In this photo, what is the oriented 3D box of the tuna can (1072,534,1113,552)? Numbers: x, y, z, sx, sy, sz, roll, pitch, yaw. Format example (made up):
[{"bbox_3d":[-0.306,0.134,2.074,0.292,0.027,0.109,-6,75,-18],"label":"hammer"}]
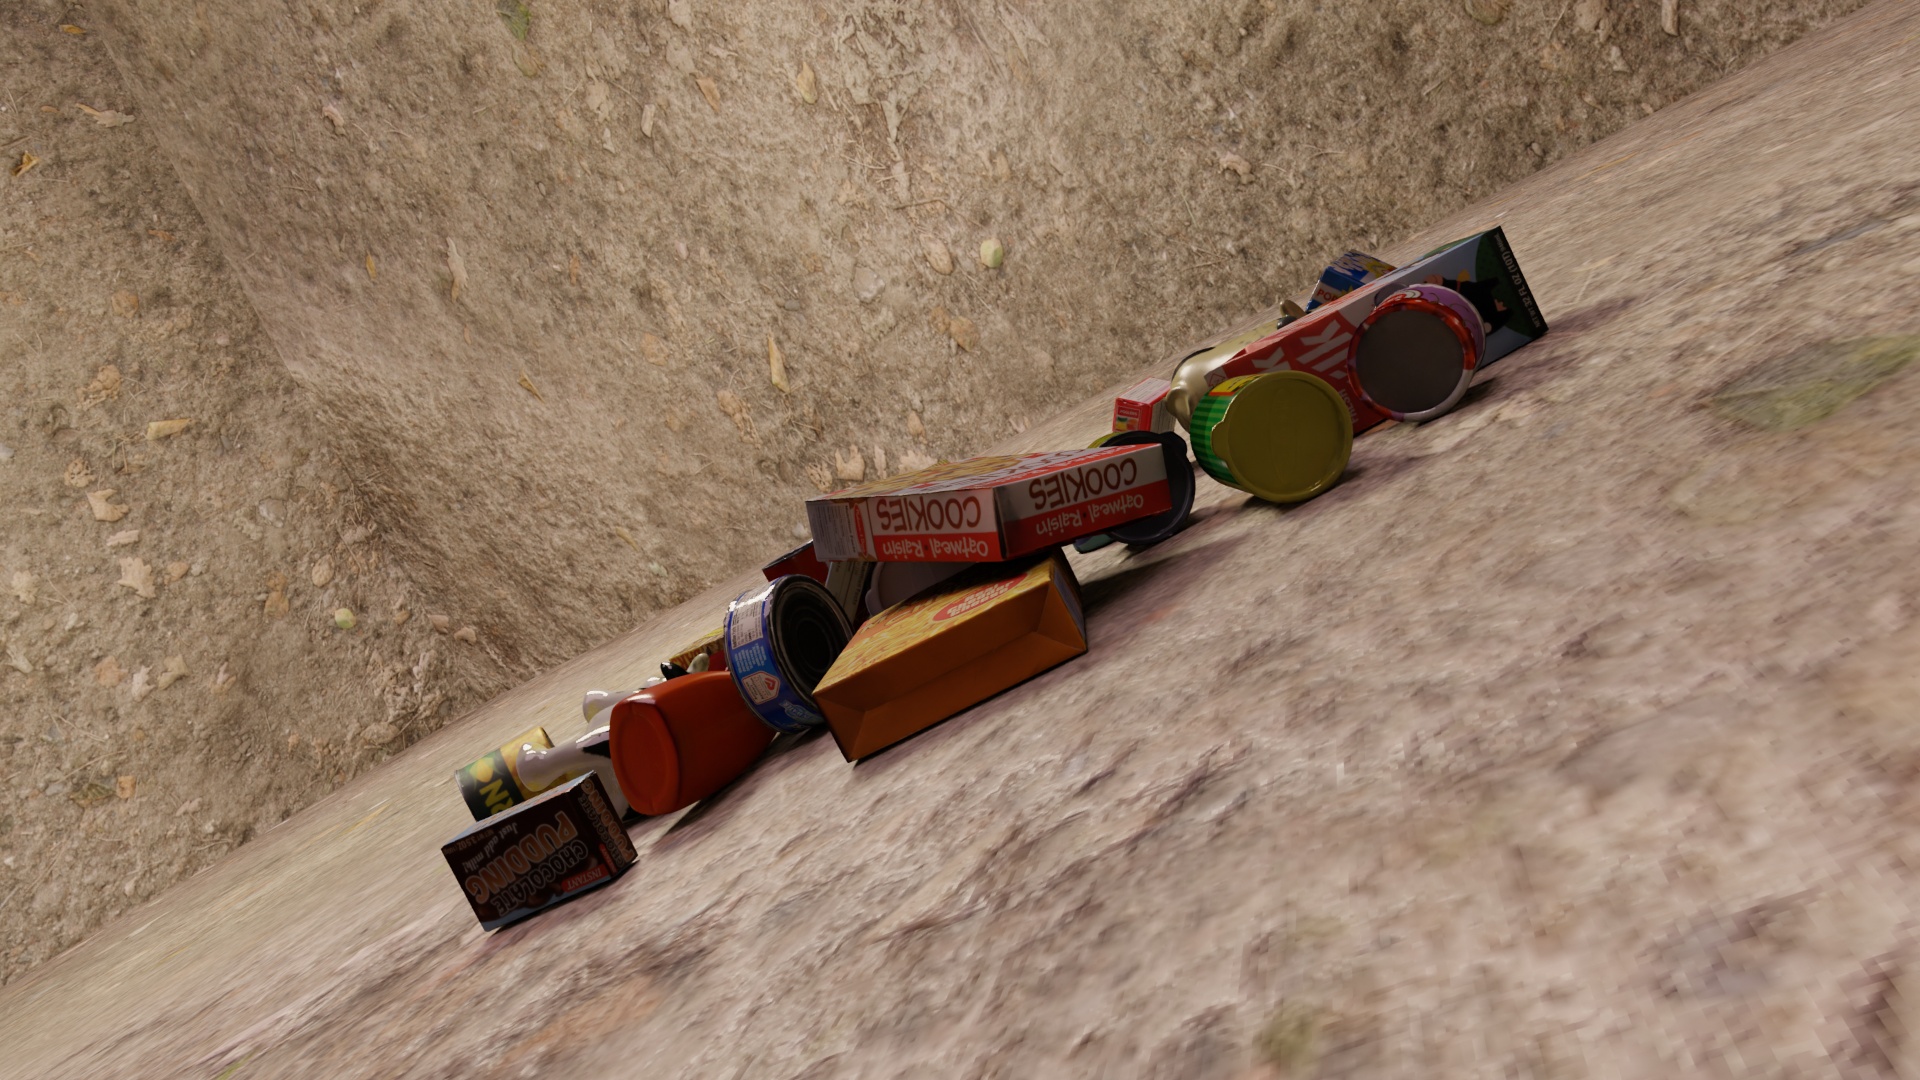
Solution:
[{"bbox_3d":[0.099,-0.022,0.908,0.071,0.033,0.071,-28,5,3],"label":"tuna can"}]

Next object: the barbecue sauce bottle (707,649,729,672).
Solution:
[{"bbox_3d":[-0.161,0.099,1.005,0.065,0.043,0.148,-30,5,-26],"label":"barbecue sauce bottle"}]

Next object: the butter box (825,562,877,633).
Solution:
[{"bbox_3d":[-0.071,0.040,0.867,0.024,0.103,0.053,17,15,7],"label":"butter box"}]

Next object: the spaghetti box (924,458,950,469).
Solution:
[{"bbox_3d":[0.004,-0.013,0.999,0.050,0.028,0.250,-27,20,-7],"label":"spaghetti box"}]

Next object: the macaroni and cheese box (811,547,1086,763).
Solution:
[{"bbox_3d":[0.000,0.047,0.706,0.123,0.040,0.167,-26,6,7],"label":"macaroni and cheese box"}]

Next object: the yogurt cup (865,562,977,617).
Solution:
[{"bbox_3d":[-0.021,0.030,0.865,0.072,0.072,0.054,-28,-3,-5],"label":"yogurt cup"}]

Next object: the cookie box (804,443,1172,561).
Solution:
[{"bbox_3d":[0.013,-0.019,0.762,0.123,0.040,0.167,-16,10,-38],"label":"cookie box"}]

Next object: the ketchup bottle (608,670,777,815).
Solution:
[{"bbox_3d":[-0.131,0.100,0.764,0.043,0.064,0.149,-10,3,24],"label":"ketchup bottle"}]

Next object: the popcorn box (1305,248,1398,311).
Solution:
[{"bbox_3d":[0.316,-0.180,1.047,0.127,0.085,0.038,-37,-27,-61],"label":"popcorn box"}]

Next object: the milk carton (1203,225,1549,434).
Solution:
[{"bbox_3d":[0.244,-0.113,0.842,0.191,0.072,0.073,-28,5,-4],"label":"milk carton"}]

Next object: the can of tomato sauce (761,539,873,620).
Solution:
[{"bbox_3d":[-0.098,0.042,1.012,0.071,0.083,0.071,-28,5,3],"label":"can of tomato sauce"}]

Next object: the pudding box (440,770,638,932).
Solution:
[{"bbox_3d":[-0.205,0.152,0.678,0.083,0.049,0.030,-25,4,20],"label":"pudding box"}]

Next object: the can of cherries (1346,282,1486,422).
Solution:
[{"bbox_3d":[0.246,-0.104,0.757,0.071,0.071,0.058,-25,6,32],"label":"can of cherries"}]

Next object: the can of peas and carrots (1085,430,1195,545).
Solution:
[{"bbox_3d":[0.102,-0.034,0.822,0.071,0.071,0.059,-28,4,0],"label":"can of peas and carrots"}]

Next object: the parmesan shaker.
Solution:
[{"bbox_3d":[0.160,-0.057,0.743,0.071,0.071,0.103,-27,5,2],"label":"parmesan shaker"}]

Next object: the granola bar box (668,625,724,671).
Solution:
[{"bbox_3d":[-0.171,0.079,1.261,0.165,0.039,0.125,-22,7,45],"label":"granola bar box"}]

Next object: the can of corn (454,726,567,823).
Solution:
[{"bbox_3d":[-0.273,0.159,0.868,0.058,0.071,0.071,-29,5,-16],"label":"can of corn"}]
